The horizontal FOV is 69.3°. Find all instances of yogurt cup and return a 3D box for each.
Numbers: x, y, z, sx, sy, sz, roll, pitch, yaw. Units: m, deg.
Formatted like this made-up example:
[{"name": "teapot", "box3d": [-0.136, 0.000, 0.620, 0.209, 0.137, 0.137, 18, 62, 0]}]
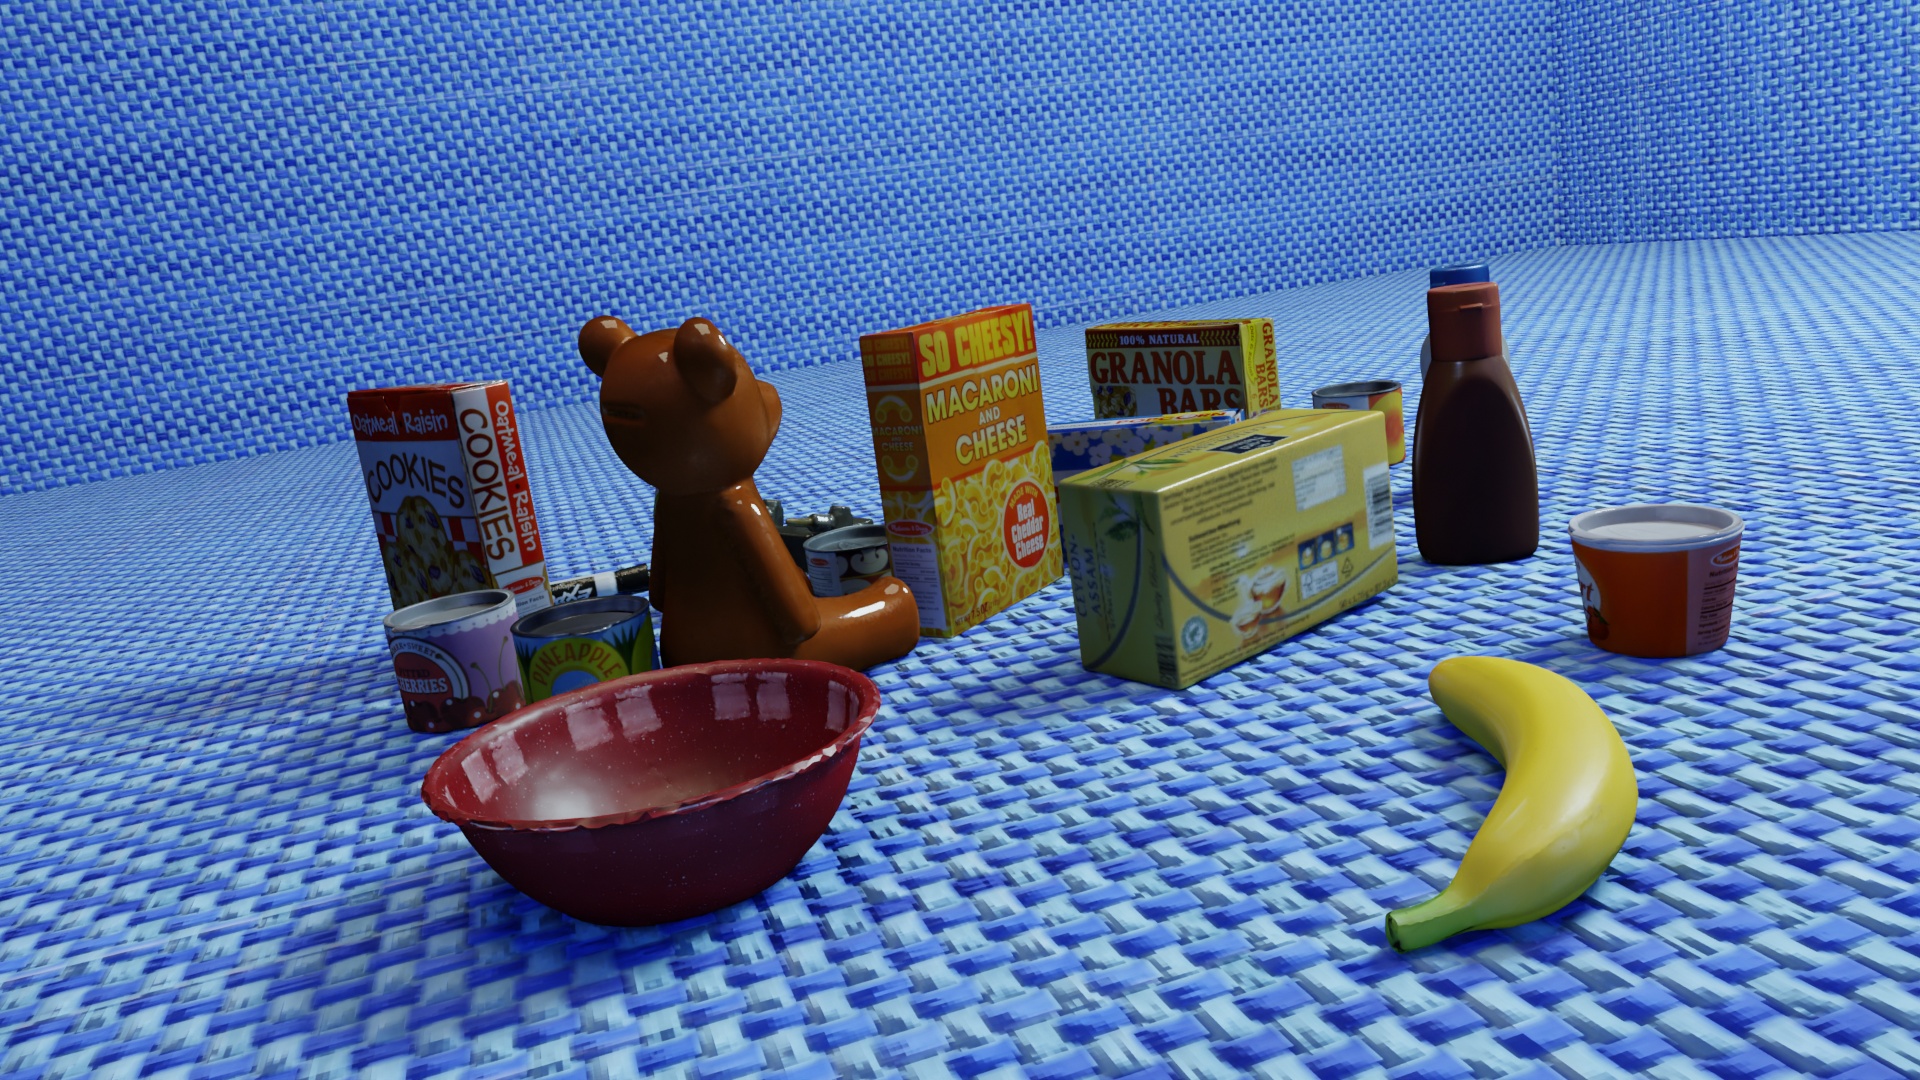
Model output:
[{"name": "yogurt cup", "box3d": [0.299, 0.017, 0.597, 0.072, 0.053, 0.072, -7, 12, 2]}]

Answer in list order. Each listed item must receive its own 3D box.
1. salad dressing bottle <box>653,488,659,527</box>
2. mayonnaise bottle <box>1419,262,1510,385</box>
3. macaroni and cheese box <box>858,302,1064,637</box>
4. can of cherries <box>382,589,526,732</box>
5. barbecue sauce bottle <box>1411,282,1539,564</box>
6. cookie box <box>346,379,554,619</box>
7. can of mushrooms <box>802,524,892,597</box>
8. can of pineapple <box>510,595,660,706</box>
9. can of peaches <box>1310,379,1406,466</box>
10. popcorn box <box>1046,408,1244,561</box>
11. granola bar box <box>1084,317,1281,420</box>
[{"name": "salad dressing bottle", "box3d": [-0.169, -0.028, 0.866, 0.044, 0.147, 0.064, -18, 16, -41]}, {"name": "mayonnaise bottle", "box3d": [0.329, -0.104, 0.902, 0.041, 0.147, 0.065, -13, 13, -23]}, {"name": "macaroni and cheese box", "box3d": [0.003, -0.043, 0.786, 0.040, 0.166, 0.124, 1, 15, 35]}, {"name": "can of cherries", "box3d": [-0.263, 0.063, 0.725, 0.071, 0.058, 0.071, -7, 12, 2]}, {"name": "barbecue sauce bottle", "box3d": [0.276, -0.063, 0.752, 0.065, 0.148, 0.044, -6, 12, 10]}, {"name": "cookie box", "box3d": [-0.298, -0.009, 0.814, 0.123, 0.167, 0.040, 3, 16, 41]}, {"name": "can of mushrooms", "box3d": [-0.063, 0.012, 0.884, 0.071, 0.033, 0.071, -7, 12, 2]}, {"name": "can of pineapple", "box3d": [-0.179, 0.063, 0.673, 0.071, 0.057, 0.071, -7, 12, 2]}, {"name": "can of peaches", "box3d": [0.303, -0.088, 1.052, 0.071, 0.058, 0.071, -7, 12, 2]}, {"name": "popcorn box", "box3d": [0.113, -0.033, 0.862, 0.126, 0.085, 0.038, -3, 13, 22]}, {"name": "granola bar box", "box3d": [0.167, -0.104, 1.055, 0.039, 0.124, 0.165, -16, 15, -35]}]
